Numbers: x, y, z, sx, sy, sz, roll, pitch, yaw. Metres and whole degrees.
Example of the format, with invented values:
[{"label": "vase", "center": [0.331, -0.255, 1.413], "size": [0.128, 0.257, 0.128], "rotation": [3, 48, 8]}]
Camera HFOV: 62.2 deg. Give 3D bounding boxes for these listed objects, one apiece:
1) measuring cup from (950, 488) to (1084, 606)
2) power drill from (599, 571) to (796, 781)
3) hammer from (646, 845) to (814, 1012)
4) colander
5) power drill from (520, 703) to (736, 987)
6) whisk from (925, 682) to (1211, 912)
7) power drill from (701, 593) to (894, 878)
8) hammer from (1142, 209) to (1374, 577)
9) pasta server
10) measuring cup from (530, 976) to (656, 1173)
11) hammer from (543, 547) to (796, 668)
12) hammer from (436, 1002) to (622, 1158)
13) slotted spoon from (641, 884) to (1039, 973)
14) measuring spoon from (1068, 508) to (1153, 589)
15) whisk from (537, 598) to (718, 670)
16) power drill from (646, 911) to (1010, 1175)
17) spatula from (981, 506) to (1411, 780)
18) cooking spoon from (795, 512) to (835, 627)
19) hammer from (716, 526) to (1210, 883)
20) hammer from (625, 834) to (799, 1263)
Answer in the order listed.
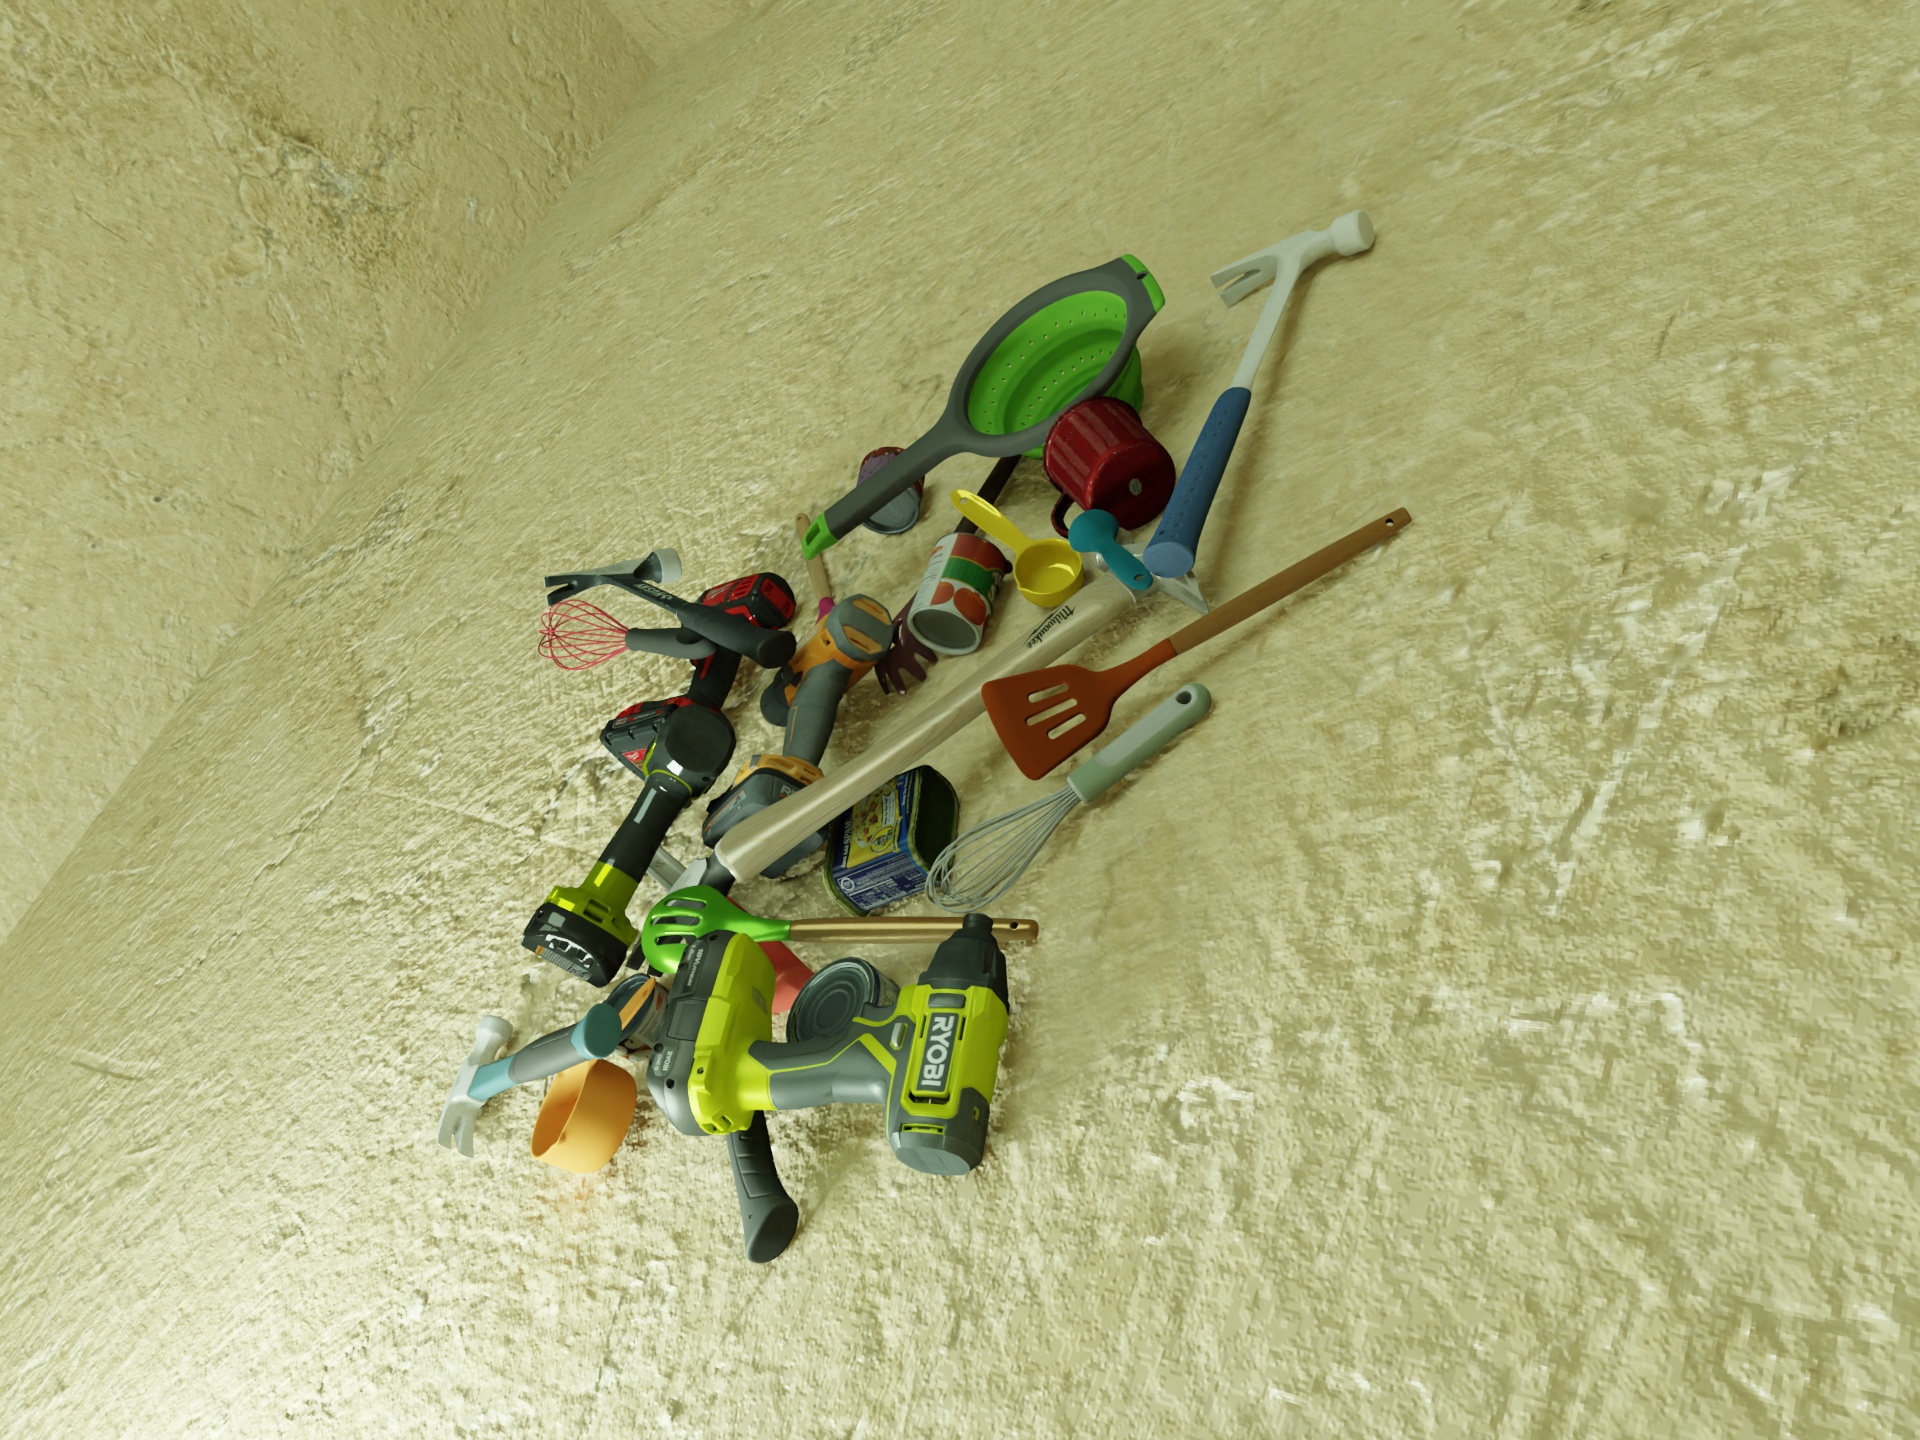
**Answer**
[{"label": "measuring cup", "center": [0.044, -0.147, 1.333], "size": [0.062, 0.029, 0.157], "rotation": [-39, 55, -11]}, {"label": "power drill", "center": [-0.257, -0.047, 1.563], "size": [0.143, 0.078, 0.220], "rotation": [-12, 44, 40]}, {"label": "hammer", "center": [-0.207, 0.148, 1.335], "size": [0.149, 0.036, 0.359], "rotation": [-52, 33, -9]}, {"label": "colander", "center": [0.031, -0.250, 1.438], "size": [0.397, 0.094, 0.205], "rotation": [-35, 39, 15]}, {"label": "power drill", "center": [-0.271, 0.103, 1.324], "size": [0.228, 0.080, 0.190], "rotation": [-62, 9, -19]}, {"label": "whisk", "center": [0.076, 0.053, 1.120], "size": [0.246, 0.059, 0.058], "rotation": [-38, 46, 3]}, {"label": "power drill", "center": [-0.144, 0.018, 1.350], "size": [0.185, 0.084, 0.226], "rotation": [-37, 29, 49]}, {"label": "hammer", "center": [0.220, -0.266, 1.278], "size": [0.144, 0.035, 0.406], "rotation": [-11, 42, 41]}, {"label": "pasta server", "center": [0.002, -0.156, 1.442], "size": [0.060, 0.040, 0.316], "rotation": [-3, 48, 46]}, {"label": "measuring cup", "center": [-0.263, 0.272, 1.220], "size": [0.173, 0.052, 0.095], "rotation": [-53, 23, 12]}, {"label": "hammer", "center": [-0.263, -0.105, 1.488], "size": [0.149, 0.036, 0.409], "rotation": [-15, 21, -29]}, {"label": "hammer", "center": [-0.349, 0.275, 1.281], "size": [0.331, 0.033, 0.128], "rotation": [-30, 36, 51]}, {"label": "slotted spoon", "center": [-0.095, 0.148, 1.135], "size": [0.314, 0.031, 0.070], "rotation": [-3, 59, 20]}, {"label": "measuring spoon", "center": [0.116, -0.134, 1.220], "size": [0.042, 0.021, 0.129], "rotation": [-32, 33, -1]}, {"label": "whisk", "center": [-0.333, -0.082, 1.573], "size": [0.296, 0.073, 0.073], "rotation": [6, 59, 45]}, {"label": "power drill", "center": [-0.080, 0.204, 1.053], "size": [0.223, 0.080, 0.171], "rotation": [-2, 54, 20]}, {"label": "spatula", "center": [0.170, -0.065, 1.120], "size": [0.322, 0.041, 0.081], "rotation": [-30, 76, 9]}, {"label": "cooking spoon", "center": [-0.135, -0.128, 1.565], "size": [0.069, 0.017, 0.319], "rotation": [-37, 35, 12]}, {"label": "hammer", "center": [-0.002, -0.004, 1.198], "size": [0.410, 0.038, 0.146], "rotation": [-36, 33, -7]}, {"label": "hammer", "center": [-0.173, 0.241, 1.161], "size": [0.146, 0.035, 0.335], "rotation": [-46, 40, 21]}]
